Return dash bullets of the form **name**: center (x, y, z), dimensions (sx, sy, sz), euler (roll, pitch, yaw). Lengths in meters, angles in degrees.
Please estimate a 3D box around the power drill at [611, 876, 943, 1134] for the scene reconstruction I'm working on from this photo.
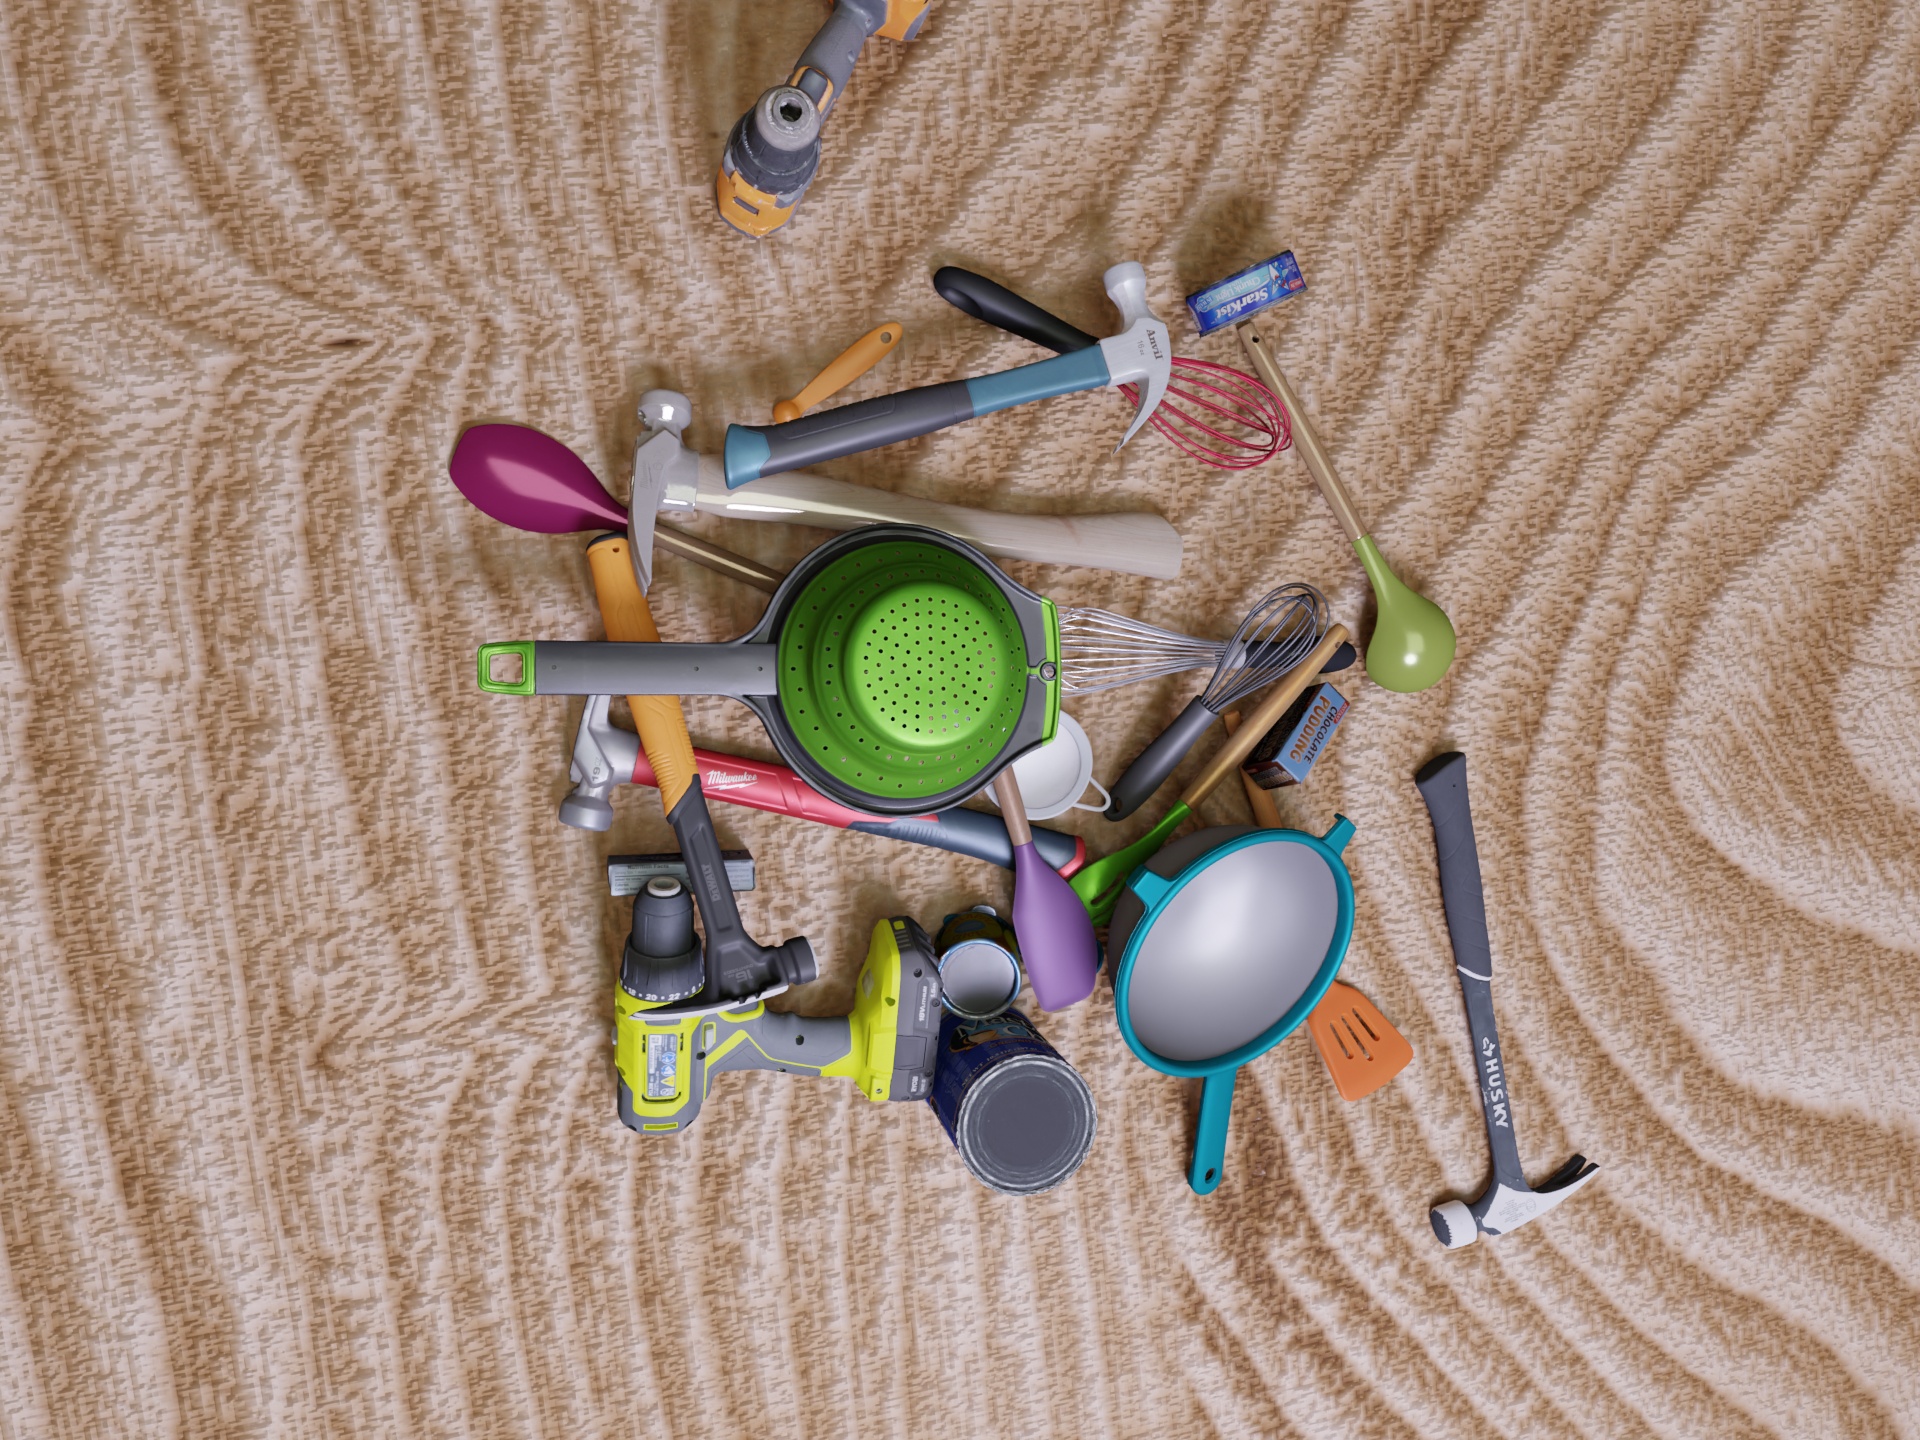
- **power drill**: center (-0.133, 0.200, 1.140), dimensions (0.228, 0.080, 0.190), euler (1, 113, -13)

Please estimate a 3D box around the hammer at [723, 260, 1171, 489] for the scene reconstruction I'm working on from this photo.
- **hammer**: center (-0.008, -0.222, 1.110), dimensions (0.331, 0.033, 0.128), euler (-16, 85, -10)

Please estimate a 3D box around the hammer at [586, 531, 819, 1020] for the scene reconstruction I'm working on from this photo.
- **hammer**: center (-0.202, 0.032, 1.078), dimensions (0.127, 0.034, 0.337), euler (-14, 80, -22)

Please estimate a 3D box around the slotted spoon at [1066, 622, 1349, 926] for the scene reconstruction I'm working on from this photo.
- **slotted spoon**: center (0.189, 0.045, 1.220), dimensions (0.314, 0.031, 0.070), euler (-48, 136, 0)

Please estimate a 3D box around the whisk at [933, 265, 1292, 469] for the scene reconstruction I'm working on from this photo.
- **whisk**: center (0.114, -0.264, 1.179), dimensions (0.295, 0.073, 0.073), euler (24, 90, -9)

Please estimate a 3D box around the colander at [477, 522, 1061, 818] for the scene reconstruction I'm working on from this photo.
- **colander**: center (-0.110, -0.035, 1.039), dimensions (0.397, 0.094, 0.204), euler (0, 89, -15)

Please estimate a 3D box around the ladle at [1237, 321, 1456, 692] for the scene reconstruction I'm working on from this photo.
- **ladle**: center (0.294, -0.165, 1.245), dimensions (0.078, 0.062, 0.320), euler (-31, 95, -9)

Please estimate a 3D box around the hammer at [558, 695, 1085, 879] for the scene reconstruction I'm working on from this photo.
- **hammer**: center (-0.088, 0.045, 1.173), dimensions (0.386, 0.038, 0.143), euler (13, 91, -14)

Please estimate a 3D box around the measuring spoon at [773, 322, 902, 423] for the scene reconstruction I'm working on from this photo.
- **measuring spoon**: center (-0.088, -0.252, 1.155), dimensions (0.117, 0.011, 0.021), euler (-39, 103, -7)

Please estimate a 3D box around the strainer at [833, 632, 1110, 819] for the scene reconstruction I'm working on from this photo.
- **strainer**: center (-0.002, -0.004, 1.187), dimensions (0.258, 0.050, 0.087), euler (32, 85, -9)

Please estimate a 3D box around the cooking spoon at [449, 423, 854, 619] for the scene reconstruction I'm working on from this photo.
- **cooking spoon**: center (-0.206, -0.129, 1.136), dimensions (0.318, 0.017, 0.069), euler (22, 92, -14)

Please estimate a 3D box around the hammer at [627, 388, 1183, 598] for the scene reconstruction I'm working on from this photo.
- **hammer**: center (-0.032, -0.136, 1.148), dimensions (0.410, 0.038, 0.146), euler (7, 71, -17)

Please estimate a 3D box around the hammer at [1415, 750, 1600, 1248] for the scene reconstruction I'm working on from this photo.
- **hammer**: center (0.433, 0.226, 1.315), dimensions (0.149, 0.036, 0.409), euler (-13, 98, -13)

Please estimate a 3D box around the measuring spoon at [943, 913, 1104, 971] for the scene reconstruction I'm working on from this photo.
- **measuring spoon**: center (0.048, 0.168, 1.231), dimensions (0.128, 0.021, 0.042), euler (16, 103, -5)

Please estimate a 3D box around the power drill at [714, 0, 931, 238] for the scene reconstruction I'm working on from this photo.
- **power drill**: center (-0.087, -0.440, 1.050), dimensions (0.084, 0.185, 0.226), euler (29, 86, -13)

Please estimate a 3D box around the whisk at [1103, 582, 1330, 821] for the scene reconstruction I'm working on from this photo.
- **whisk**: center (0.187, -0.008, 1.192), dimensions (0.055, 0.055, 0.239), euler (34, 112, -14)

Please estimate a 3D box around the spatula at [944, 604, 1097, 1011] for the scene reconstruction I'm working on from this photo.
- **spatula**: center (0.041, 0.065, 1.172), dimensions (0.060, 0.018, 0.316), euler (-20, 101, -14)

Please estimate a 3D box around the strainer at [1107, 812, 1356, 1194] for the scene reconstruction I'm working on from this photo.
- **strainer**: center (0.185, 0.214, 1.233), dimensions (0.211, 0.095, 0.340), euler (-12, 121, -24)

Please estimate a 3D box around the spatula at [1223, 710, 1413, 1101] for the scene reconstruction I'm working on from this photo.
- **spatula**: center (0.273, 0.143, 1.265), dimensions (0.081, 0.041, 0.322), euler (-25, 100, -25)

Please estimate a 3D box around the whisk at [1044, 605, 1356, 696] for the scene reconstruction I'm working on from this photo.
- **whisk**: center (0.178, -0.050, 1.219), dimensions (0.284, 0.070, 0.070), euler (0, 96, -17)
